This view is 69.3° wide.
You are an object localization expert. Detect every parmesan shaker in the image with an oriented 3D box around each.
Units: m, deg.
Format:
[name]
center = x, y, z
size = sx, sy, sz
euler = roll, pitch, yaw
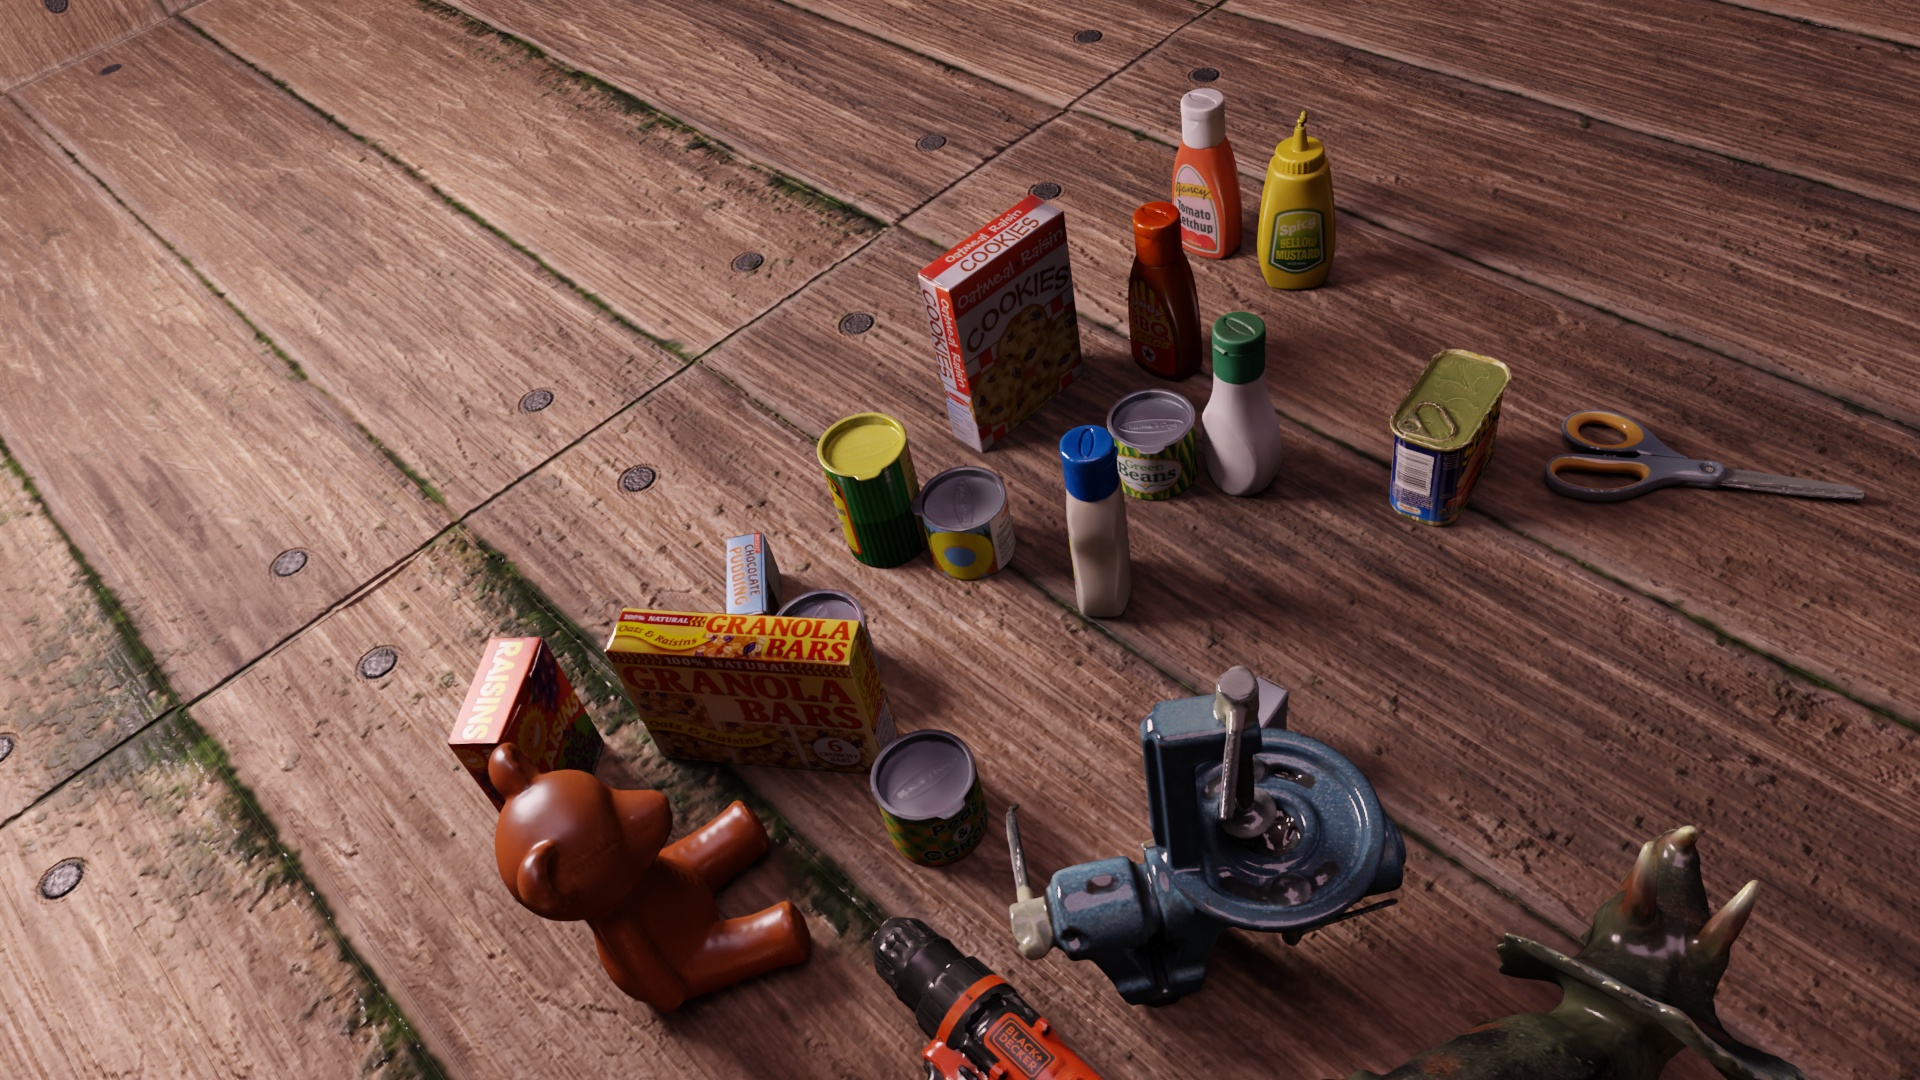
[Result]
[parmesan shaker]
center = -0.063, -0.034, 1.039
size = 0.071, 0.102, 0.072
euler = -6, 47, 7

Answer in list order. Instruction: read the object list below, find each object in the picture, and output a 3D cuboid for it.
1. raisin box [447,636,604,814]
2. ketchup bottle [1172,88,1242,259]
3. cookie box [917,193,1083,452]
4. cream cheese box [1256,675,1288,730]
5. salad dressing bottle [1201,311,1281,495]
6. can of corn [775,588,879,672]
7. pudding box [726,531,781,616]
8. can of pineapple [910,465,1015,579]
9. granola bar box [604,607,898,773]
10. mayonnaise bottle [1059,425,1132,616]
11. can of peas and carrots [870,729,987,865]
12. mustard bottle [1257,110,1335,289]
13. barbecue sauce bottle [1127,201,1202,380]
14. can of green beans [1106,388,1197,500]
[raisin box]
center = -0.282, 0.133, 0.915
size = 0.040, 0.122, 0.086
euler = -2, 47, 11
[ketchup bottle]
center = 0.215, -0.321, 1.218
size = 0.044, 0.148, 0.065
euler = -40, 52, -24
[cookie box]
center = 0.035, -0.171, 1.102
size = 0.123, 0.166, 0.040
euler = -39, 51, -23
[cream cheese box]
center = 0.168, 0.138, 0.862
size = 0.024, 0.053, 0.104
euler = 26, 57, 31
[salad dressing bottle]
center = 0.204, -0.098, 1.011
size = 0.044, 0.147, 0.064
euler = -34, 49, -19
[can of corn]
center = -0.096, 0.078, 0.972
size = 0.071, 0.058, 0.071
euler = -6, 46, 7
[pudding box]
center = -0.152, 0.040, 1.026
size = 0.030, 0.049, 0.084
euler = -11, 46, 2
[can of pineapple]
center = 0.004, -0.013, 1.036
size = 0.071, 0.057, 0.071
euler = -6, 46, 7
[granola bar box]
center = -0.134, 0.099, 0.914
size = 0.165, 0.123, 0.039
euler = 2, 48, 14
[mayonnaise bottle]
center = 0.093, -0.014, 0.956
size = 0.041, 0.147, 0.065
euler = 0, 48, 12
[can of peas and carrots]
center = -0.017, 0.164, 0.874
size = 0.071, 0.058, 0.071
euler = -6, 46, 7
[mustard bottle]
center = 0.281, -0.285, 1.161
size = 0.065, 0.159, 0.049
euler = -2, 47, 11
[barbecue sauce bottle]
center = 0.162, -0.201, 1.116
size = 0.044, 0.147, 0.065
euler = -37, 51, -21
[can of green beans]
center = 0.147, -0.073, 1.062
size = 0.071, 0.057, 0.071
euler = -6, 46, 7
